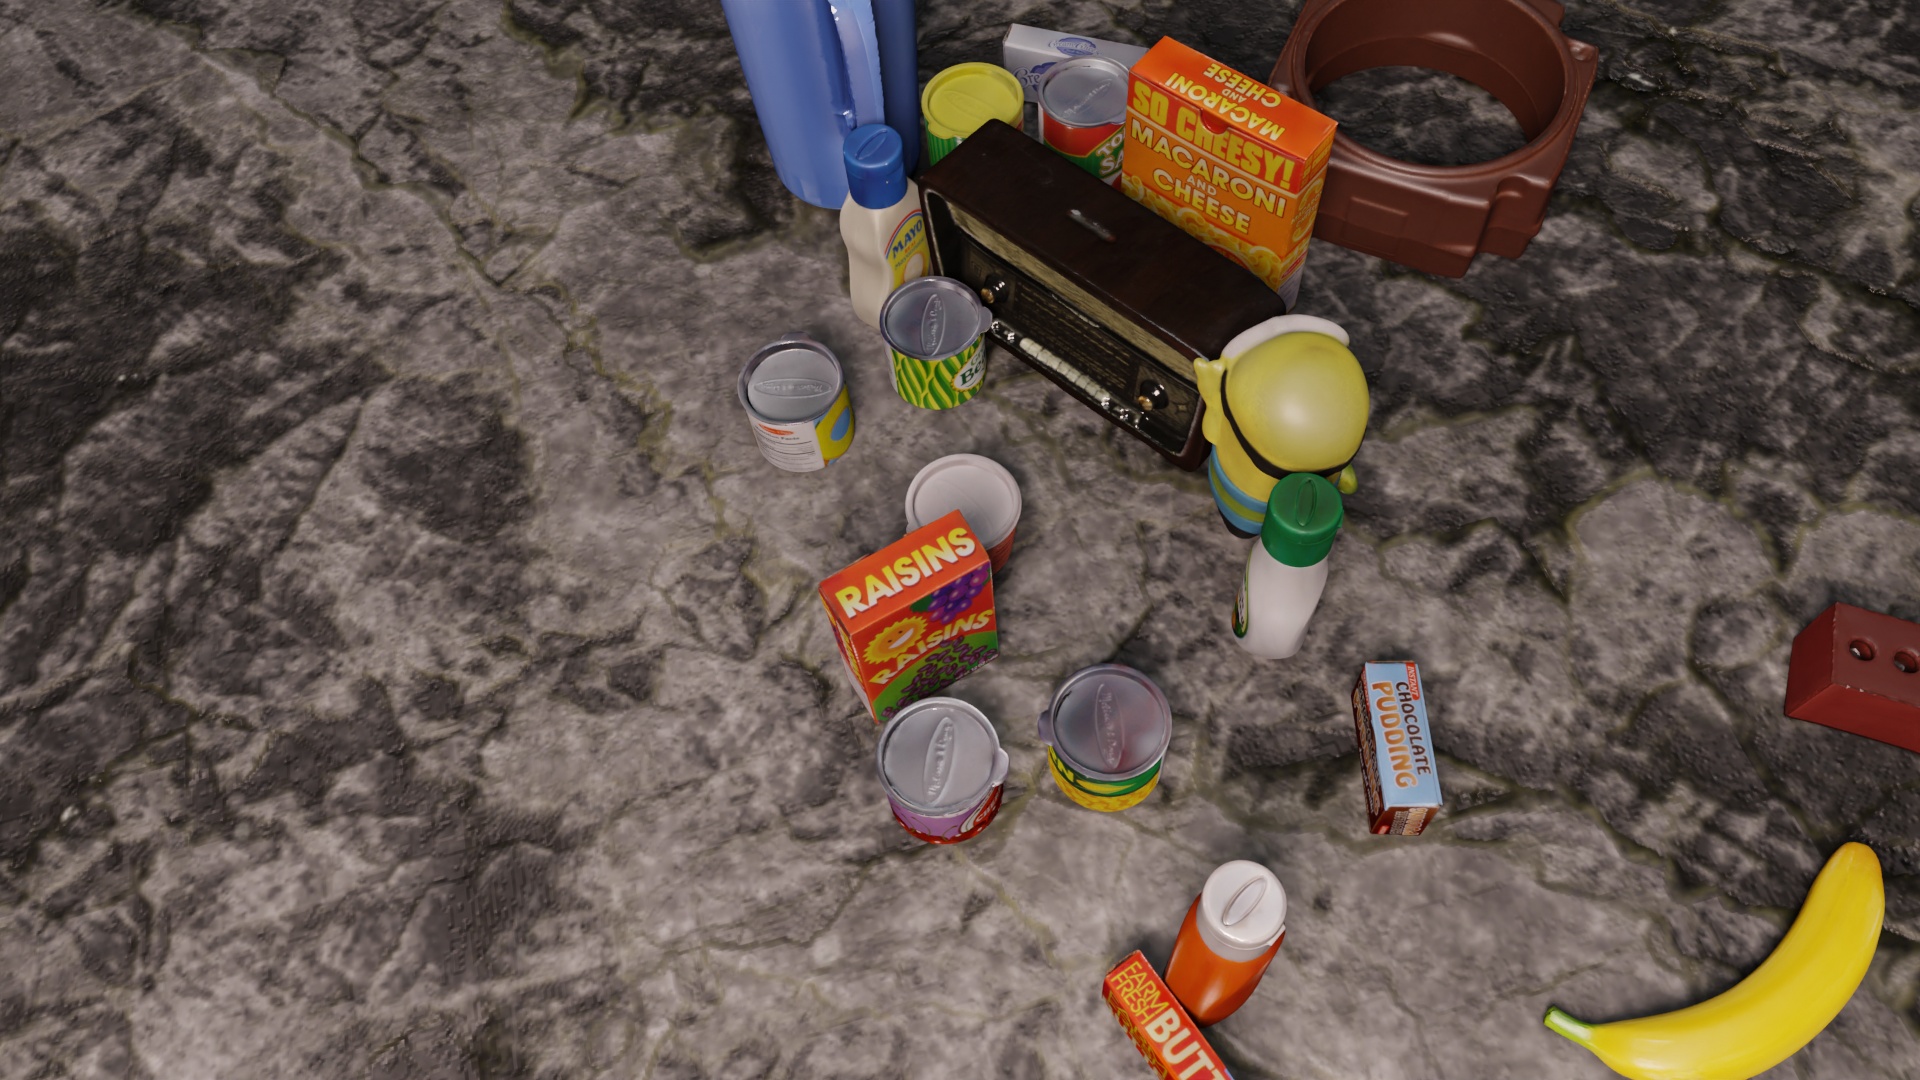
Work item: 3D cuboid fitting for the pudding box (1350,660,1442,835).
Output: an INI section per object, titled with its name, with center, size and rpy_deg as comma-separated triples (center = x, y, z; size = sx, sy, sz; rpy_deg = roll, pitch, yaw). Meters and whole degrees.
[pudding box]
center = 0.235, 0.112, 0.751
size = 0.030, 0.049, 0.084
rpy_deg = -1, 61, 3

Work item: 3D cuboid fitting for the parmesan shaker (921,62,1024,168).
[parmesan shaker]
center = 0.009, -0.259, 0.940
size = 0.071, 0.102, 0.071
rpy_deg = -2, 61, 3

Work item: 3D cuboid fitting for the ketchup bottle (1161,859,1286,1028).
[ketchup bottle]
center = 0.127, 0.189, 0.659
size = 0.043, 0.148, 0.065
rpy_deg = 39, 71, 22

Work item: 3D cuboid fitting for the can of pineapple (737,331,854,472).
[can of pineapple]
center = -0.102, -0.086, 0.878
size = 0.071, 0.057, 0.071
rpy_deg = -2, 61, 3

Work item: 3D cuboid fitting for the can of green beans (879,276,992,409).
[can of green beans]
center = -0.016, -0.126, 0.894
size = 0.071, 0.057, 0.071
rpy_deg = -2, 61, 3

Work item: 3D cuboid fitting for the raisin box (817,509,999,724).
[raisin box]
center = -0.025, 0.044, 0.764
size = 0.086, 0.123, 0.040
rpy_deg = -28, 63, -11

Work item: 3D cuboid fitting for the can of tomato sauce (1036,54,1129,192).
[can of tomato sauce]
center = 0.088, -0.278, 0.957
size = 0.071, 0.082, 0.071
rpy_deg = -2, 61, 3

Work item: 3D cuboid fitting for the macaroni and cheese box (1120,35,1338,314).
[macaroni and cheese box]
center = 0.161, -0.216, 0.870
size = 0.124, 0.165, 0.040
rpy_deg = 35, 69, 20

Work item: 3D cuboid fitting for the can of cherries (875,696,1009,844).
[can of cherries]
center = -0.008, 0.127, 0.754
size = 0.071, 0.058, 0.072
rpy_deg = -2, 61, 3

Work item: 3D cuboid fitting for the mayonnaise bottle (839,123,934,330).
[mayonnaise bottle]
center = -0.048, -0.199, 0.885
size = 0.041, 0.147, 0.065
rpy_deg = 32, 68, 19

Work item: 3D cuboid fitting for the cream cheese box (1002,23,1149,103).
[cream cheese box]
center = 0.083, -0.339, 1.007
size = 0.104, 0.053, 0.024
rpy_deg = 15, 64, 12

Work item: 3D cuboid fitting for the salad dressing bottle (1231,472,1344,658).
[salad dressing bottle]
center = 0.177, 0.015, 0.753
size = 0.044, 0.147, 0.064
rpy_deg = 11, 63, 10

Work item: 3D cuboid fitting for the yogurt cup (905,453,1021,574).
[yogurt cup]
center = 0.003, -0.010, 0.831
size = 0.072, 0.053, 0.073
rpy_deg = -2, 61, 3

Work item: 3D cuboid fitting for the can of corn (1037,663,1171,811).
[can of corn]
center = 0.078, 0.109, 0.758
size = 0.071, 0.058, 0.071
rpy_deg = -2, 61, 3

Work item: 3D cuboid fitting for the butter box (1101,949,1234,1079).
[butter box]
center = 0.108, 0.254, 0.679
size = 0.024, 0.053, 0.104
rpy_deg = -32, 64, -13
